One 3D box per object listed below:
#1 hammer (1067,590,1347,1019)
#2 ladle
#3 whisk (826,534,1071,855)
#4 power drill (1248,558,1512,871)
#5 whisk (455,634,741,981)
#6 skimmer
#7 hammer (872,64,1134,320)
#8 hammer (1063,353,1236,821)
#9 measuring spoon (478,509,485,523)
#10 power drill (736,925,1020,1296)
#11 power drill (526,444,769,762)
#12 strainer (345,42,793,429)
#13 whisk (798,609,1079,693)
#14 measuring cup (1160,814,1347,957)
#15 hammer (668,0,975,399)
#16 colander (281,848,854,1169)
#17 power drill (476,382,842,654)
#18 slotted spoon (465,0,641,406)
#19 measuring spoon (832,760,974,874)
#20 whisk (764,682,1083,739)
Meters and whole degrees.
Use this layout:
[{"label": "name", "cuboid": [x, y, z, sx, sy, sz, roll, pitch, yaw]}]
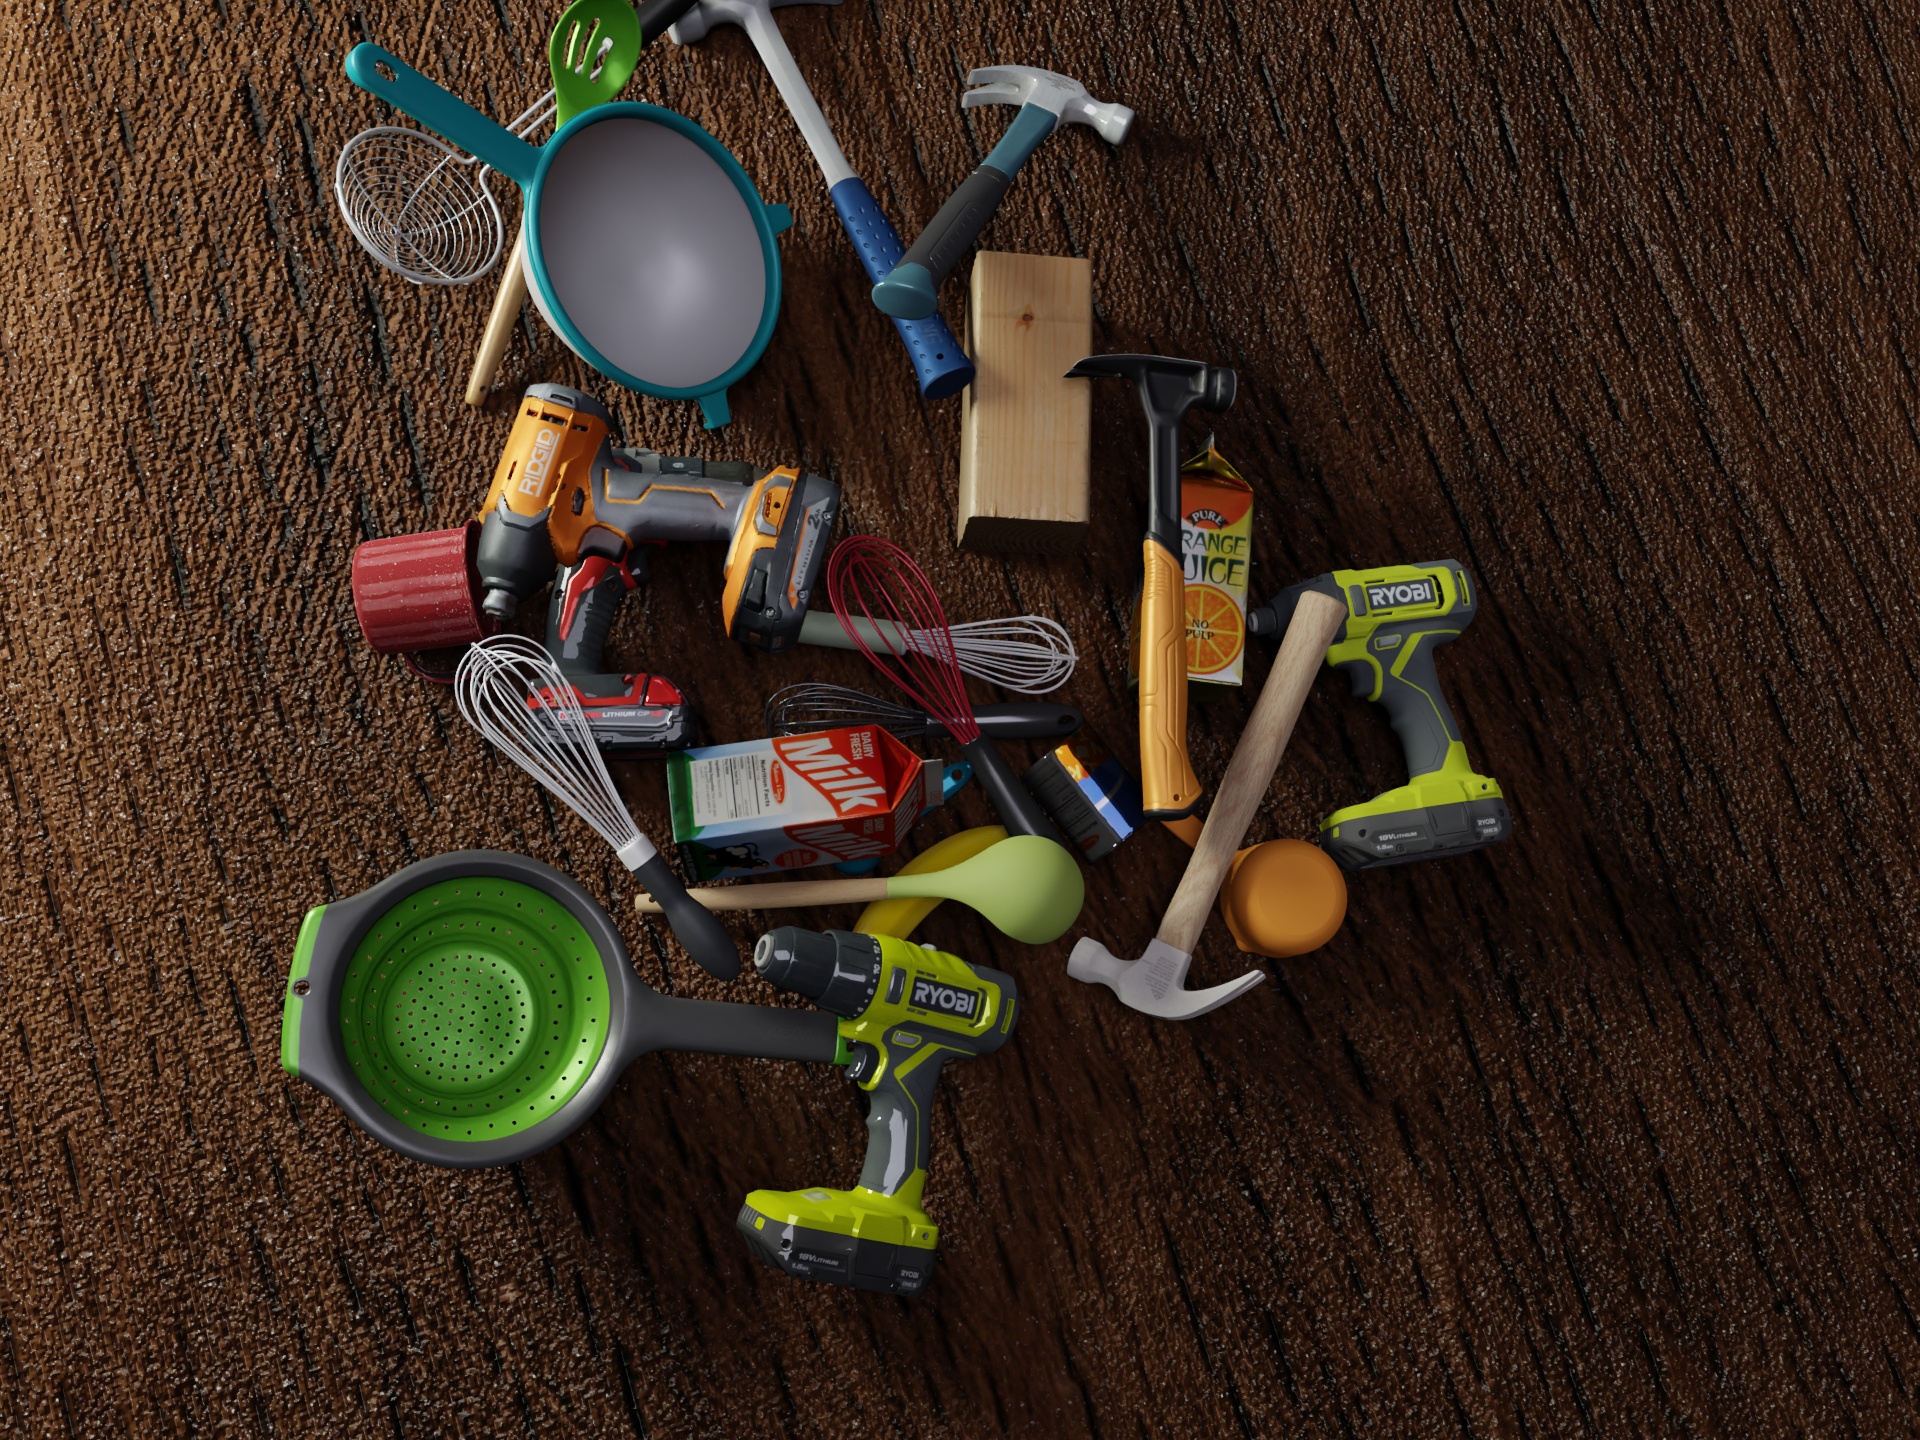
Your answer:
[{"label": "hammer", "cuboid": [0.202, 0.061, 1.152, 0.130, 0.031, 0.331, 23, 84, 23]}, {"label": "ladle", "cuboid": [-0.073, 0.125, 1.122, 0.320, 0.062, 0.078, -5, 60, 11]}, {"label": "whisk", "cuboid": [-0.002, -0.004, 1.133, 0.073, 0.073, 0.296, -34, 96, -11]}, {"label": "power drill", "cuboid": [0.318, -0.005, 1.202, 0.171, 0.080, 0.223, -8, 77, -8]}, {"label": "whisk", "cuboid": [-0.235, 0.063, 1.060, 0.070, 0.070, 0.284, -38, 100, -12]}, {"label": "skimmer", "cuboid": [-0.303, -0.467, 1.187, 0.363, 0.090, 0.127, -42, 107, -4]}, {"label": "hammer", "cuboid": [0.021, -0.400, 1.193, 0.128, 0.033, 0.331, 26, 52, 4]}, {"label": "hammer", "cuboid": [0.139, -0.097, 1.136, 0.127, 0.034, 0.337, 3, 81, -18]}, {"label": "measuring spoon", "cuboid": [-0.301, -0.148, 1.189, 0.117, 0.011, 0.021, 3, 83, -3]}, {"label": "power drill", "cuboid": [-0.071, 0.258, 1.082, 0.190, 0.080, 0.228, 19, 78, -26]}, {"label": "power drill", "cuboid": [-0.227, -0.088, 1.146, 0.188, 0.080, 0.227, -2, 81, -7]}, {"label": "strainer", "cuboid": [-0.287, -0.357, 1.130, 0.340, 0.095, 0.211, 27, 71, -37]}, {"label": "whisk", "cuboid": [-0.034, -0.060, 1.185, 0.246, 0.059, 0.058, 7, 96, 0]}, {"label": "measuring cup", "cuboid": [0.209, 0.104, 1.177, 0.173, 0.052, 0.095, 39, 78, -1]}, {"label": "hammer", "cuboid": [-0.087, -0.418, 1.212, 0.144, 0.035, 0.406, -23, 71, -11]}, {"label": "colander", "cuboid": [-0.254, 0.208, 1.096, 0.397, 0.094, 0.205, 10, 71, -23]}, {"label": "power drill", "cuboid": [-0.209, -0.121, 1.079, 0.226, 0.084, 0.164, 17, 74, -5]}, {"label": "slotted spoon", "cuboid": [-0.310, -0.382, 1.174, 0.031, 0.070, 0.314, 28, 99, 40]}, {"label": "measuring spoon", "cuboid": [-0.042, 0.067, 1.170, 0.128, 0.021, 0.042, -35, 85, -10]}, {"label": "whisk", "cuboid": [-0.025, -0.002, 1.176, 0.239, 0.055, 0.055, 0, 80, -11]}]
